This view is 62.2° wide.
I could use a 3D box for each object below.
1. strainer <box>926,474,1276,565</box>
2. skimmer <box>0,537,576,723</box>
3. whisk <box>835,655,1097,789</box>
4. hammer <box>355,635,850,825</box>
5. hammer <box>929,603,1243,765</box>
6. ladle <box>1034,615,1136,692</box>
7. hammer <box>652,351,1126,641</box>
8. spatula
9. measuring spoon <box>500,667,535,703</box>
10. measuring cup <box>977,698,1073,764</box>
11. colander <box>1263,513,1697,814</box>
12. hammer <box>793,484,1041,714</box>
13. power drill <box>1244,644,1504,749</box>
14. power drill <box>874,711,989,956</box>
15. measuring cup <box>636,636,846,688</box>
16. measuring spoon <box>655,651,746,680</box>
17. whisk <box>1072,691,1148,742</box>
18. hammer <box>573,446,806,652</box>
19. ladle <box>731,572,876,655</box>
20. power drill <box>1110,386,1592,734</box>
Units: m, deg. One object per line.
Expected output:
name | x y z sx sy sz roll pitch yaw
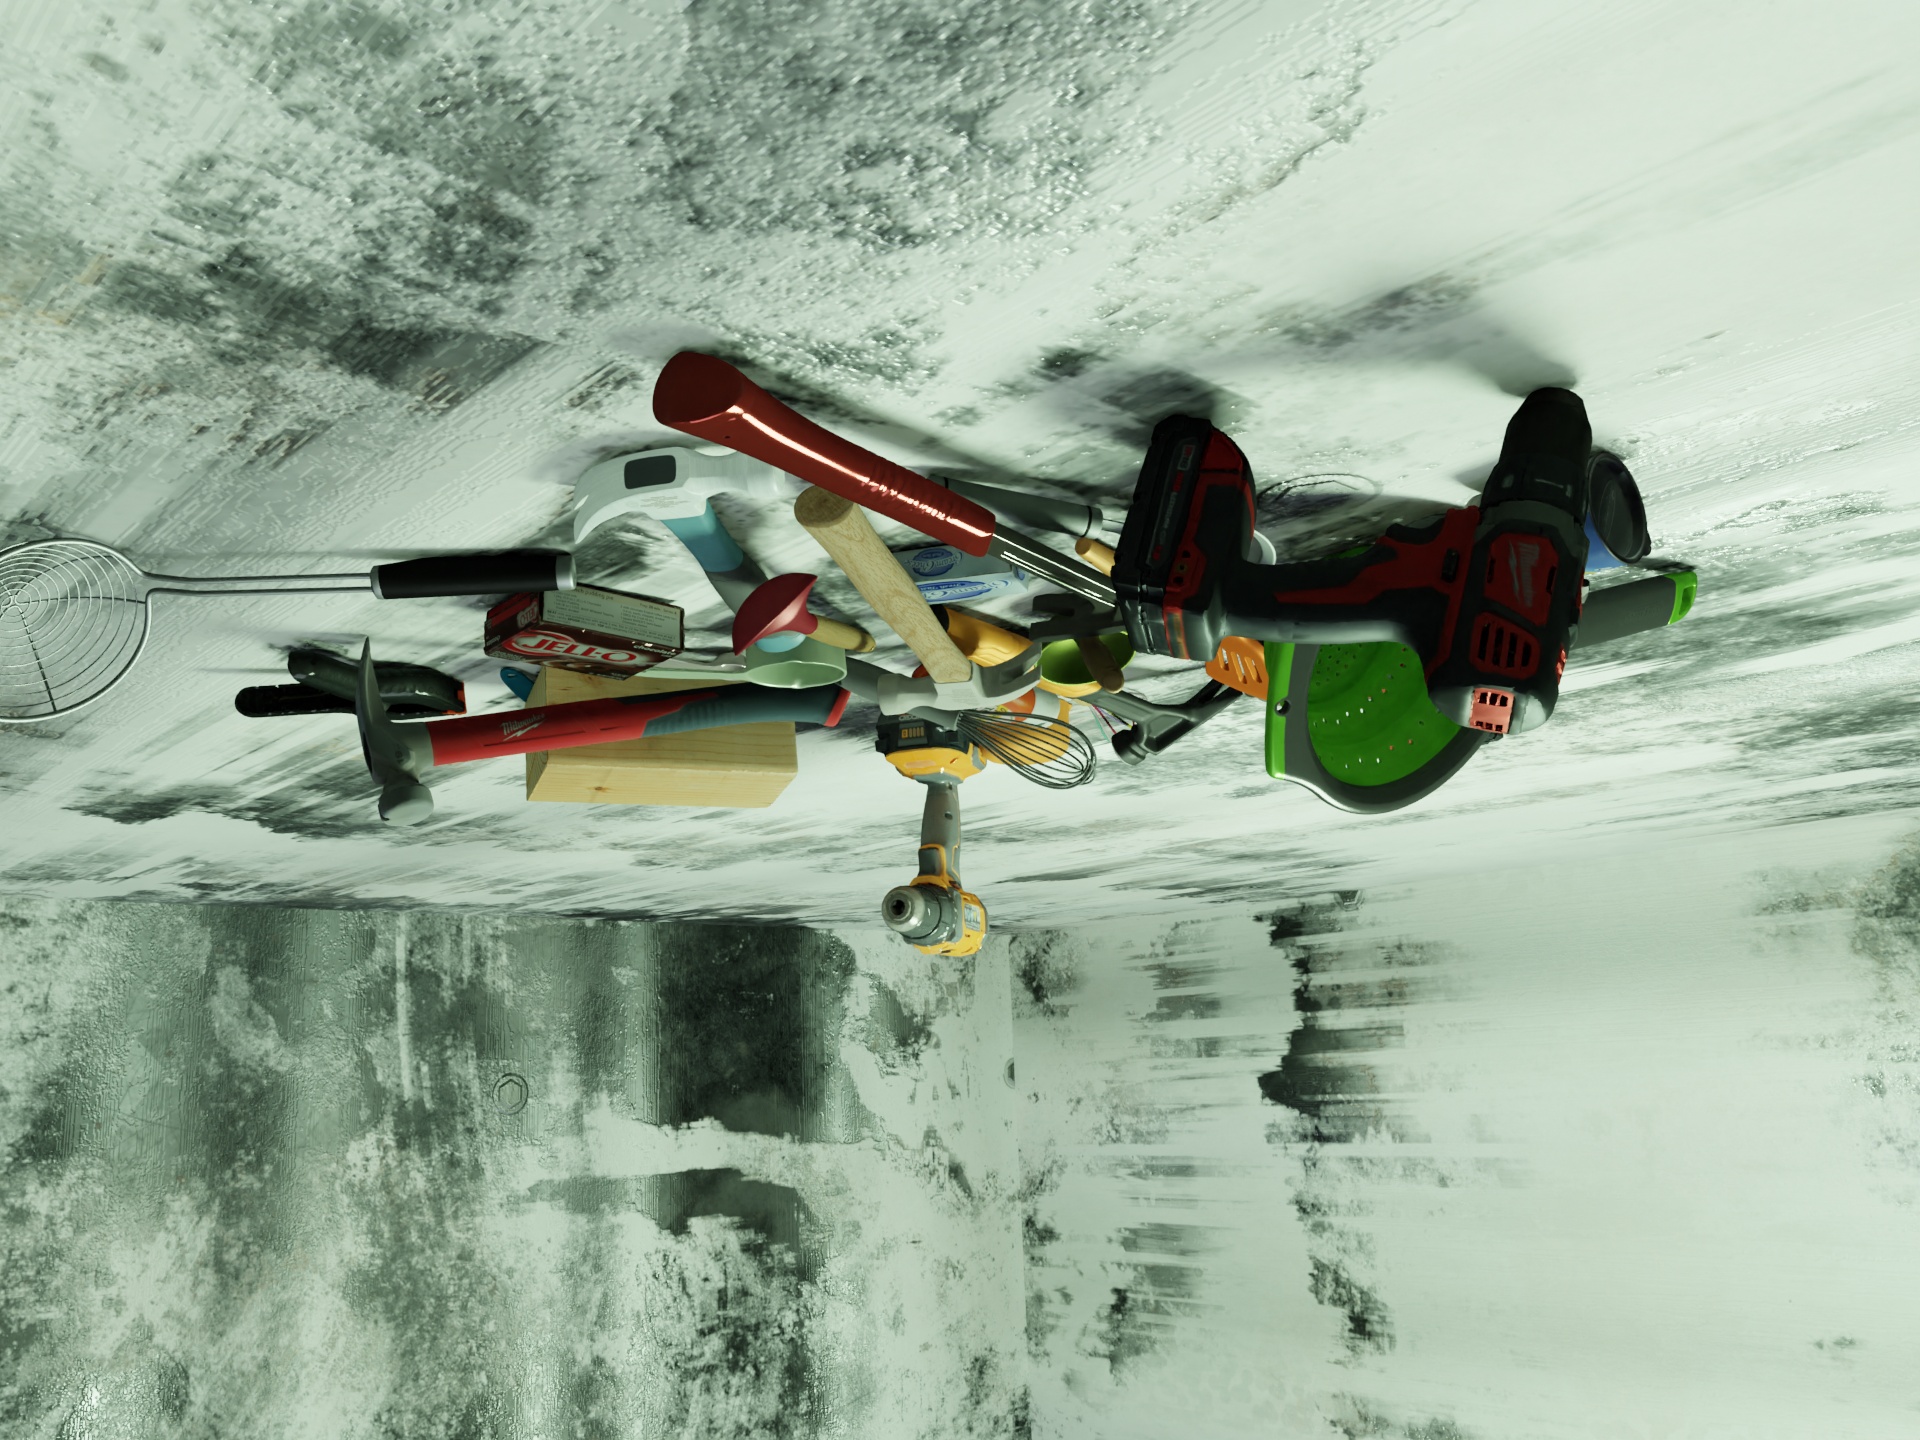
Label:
strainer | 0.084 -0.118 0.939 0.258 0.050 0.087 8 158 -19
skimmer | -0.422 -0.062 0.973 0.363 0.090 0.127 -3 136 -7
whisk | -0.002 -0.004 1.253 0.239 0.055 0.055 22 171 12
hammer | -0.267 -0.016 1.247 0.386 0.143 0.038 -8 156 -29
hammer | 0.089 -0.037 1.264 0.127 0.034 0.336 -36 146 29
ladle | 0.090 -0.035 1.048 0.078 0.062 0.320 -12 -171 2
hammer | -0.017 -0.111 0.863 0.149 0.037 0.358 -6 162 44
spatula | 0.159 -0.071 1.151 0.081 0.041 0.322 24 -178 34
measuring spoon | -0.355 -0.025 1.335 0.042 0.021 0.128 -10 157 6
measuring cup | 0.057 0.022 1.523 0.095 0.052 0.173 -2 165 -2
colander | 0.342 -0.065 1.095 0.397 0.204 0.095 -13 -152 -26
hammer | -0.032 -0.070 1.029 0.130 0.031 0.331 -5 161 14
power drill | 0.343 -0.027 1.316 0.219 0.079 0.143 13 160 -42
power drill | -0.030 0.101 1.461 0.084 0.226 0.185 -7 167 17
measuring cup | -0.169 -0.051 1.196 0.167 0.038 0.083 0 167 -2
measuring spoon | -0.223 -0.051 1.245 0.124 0.018 0.034 9 158 -17
whisk | 0.116 -0.018 1.394 0.051 0.047 0.244 -21 156 23
hammer | -0.145 -0.098 0.997 0.128 0.033 0.331 -4 167 4
ladle | -0.095 -0.063 1.077 0.069 0.031 0.315 -42 173 6
power drill | 0.208 -0.099 0.822 0.227 0.188 0.080 11 158 20
